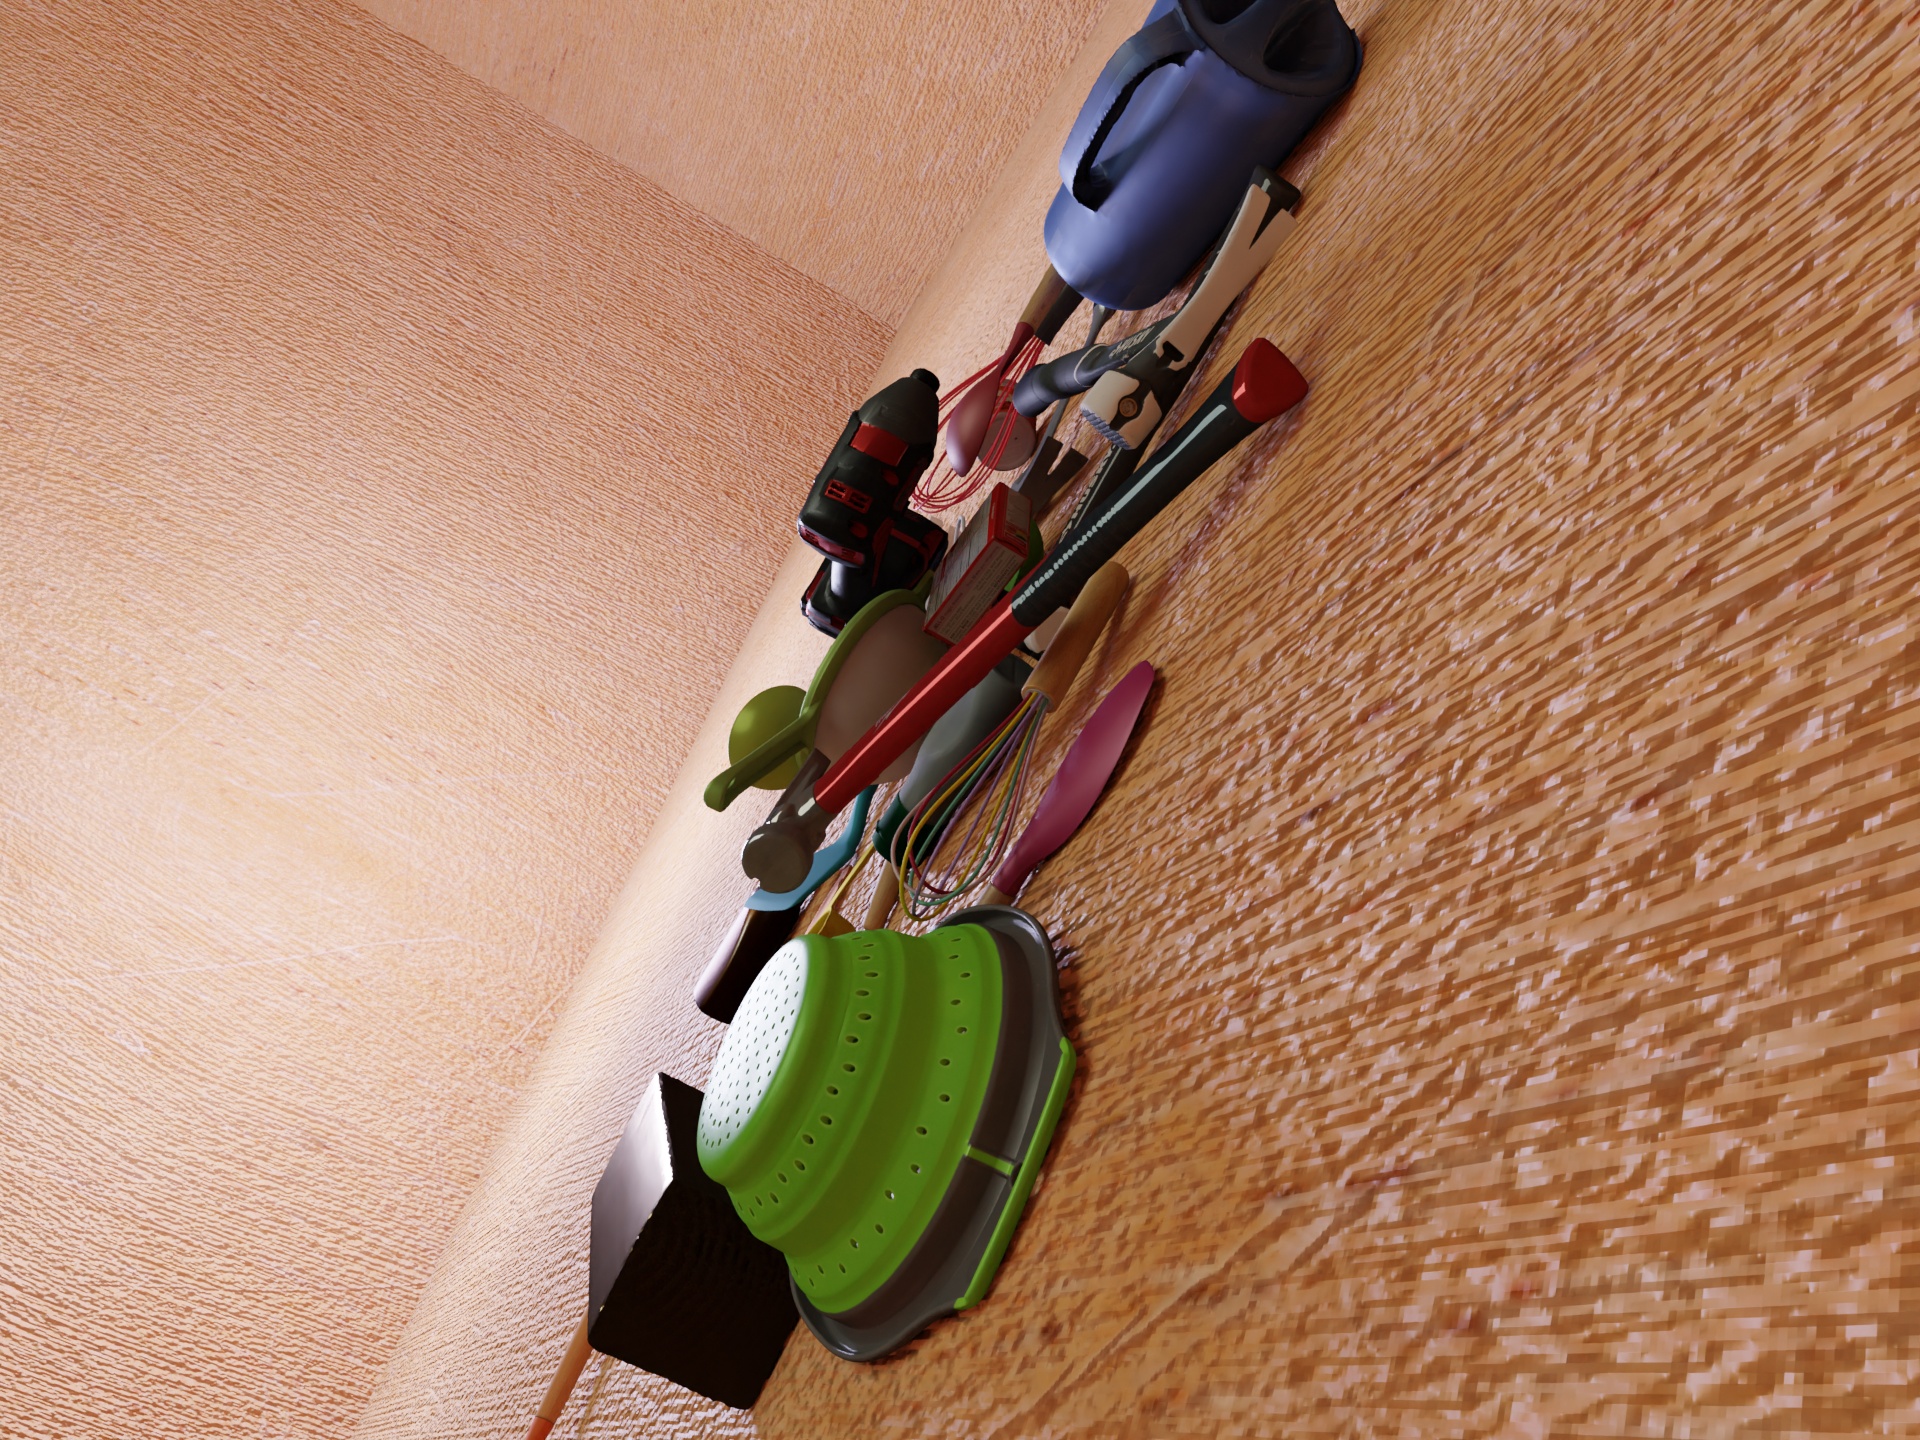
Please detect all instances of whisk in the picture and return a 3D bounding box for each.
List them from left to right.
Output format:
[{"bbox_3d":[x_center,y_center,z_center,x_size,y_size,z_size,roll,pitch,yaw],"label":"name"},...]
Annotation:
[{"bbox_3d":[0.031,0.003,0.822,0.051,0.047,0.245,-20,32,53],"label":"whisk"},{"bbox_3d":[0.048,-0.285,1.249,0.296,0.073,0.073,-52,14,12],"label":"whisk"}]

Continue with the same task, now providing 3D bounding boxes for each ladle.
[{"bbox_3d":[-0.117,0.016,1.246,0.078,0.062,0.320,-63,-4,1],"label":"ladle"},{"bbox_3d":[0.060,-0.307,1.171,0.315,0.031,0.069,-62,10,-24],"label":"ladle"}]

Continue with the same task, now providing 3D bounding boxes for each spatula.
[{"bbox_3d":[-0.274,0.475,1.122,0.081,0.041,0.323,-47,15,50],"label":"spatula"},{"bbox_3d":[-0.065,0.016,1.232,0.082,0.044,0.318,-8,52,58],"label":"spatula"}]

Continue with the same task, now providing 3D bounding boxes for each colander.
[{"bbox_3d":[-0.079,0.163,0.763,0.204,0.094,0.397,-66,18,-11],"label":"colander"}]

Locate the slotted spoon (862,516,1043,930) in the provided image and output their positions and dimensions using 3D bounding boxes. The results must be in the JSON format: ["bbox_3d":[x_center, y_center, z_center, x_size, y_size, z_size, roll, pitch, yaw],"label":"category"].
[{"bbox_3d":[-0.002,-0.003,1.059,0.070,0.031,0.314,127,166,-69],"label":"slotted spoon"}]

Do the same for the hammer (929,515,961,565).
[{"bbox_3d":[-0.057,-0.151,1.598,0.128,0.033,0.331,-61,12,7],"label":"hammer"}]

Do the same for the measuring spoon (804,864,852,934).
[{"bbox_3d":[-0.108,0.159,1.176,0.117,0.011,0.021,-60,12,-11],"label":"measuring spoon"}]

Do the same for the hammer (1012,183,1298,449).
[{"bbox_3d":[0.089,-0.224,0.973,0.149,0.036,0.409,-52,11,0],"label":"hammer"}]

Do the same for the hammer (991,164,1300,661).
[{"bbox_3d":[0.114,-0.190,0.979,0.335,0.035,0.146,-61,13,1],"label":"hammer"}]

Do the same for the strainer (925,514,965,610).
[{"bbox_3d":[-0.040,-0.041,1.215,0.258,0.050,0.087,-60,10,-17],"label":"strainer"}]

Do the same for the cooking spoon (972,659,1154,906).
[{"bbox_3d":[0.008,0.105,0.796,0.319,0.017,0.069,-58,10,13],"label":"cooking spoon"}]

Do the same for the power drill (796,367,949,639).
[{"bbox_3d":[-0.057,-0.145,1.115,0.219,0.078,0.143,100,-164,-71],"label":"power drill"}]

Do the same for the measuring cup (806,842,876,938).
[{"bbox_3d":[-0.070,0.123,1.084,0.062,0.029,0.157,-46,8,51],"label":"measuring cup"}]

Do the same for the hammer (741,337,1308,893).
[{"bbox_3d":[0.029,-0.058,0.854,0.386,0.038,0.143,-43,9,22],"label":"hammer"}]

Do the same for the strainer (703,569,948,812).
[{"bbox_3d":[-0.070,0.009,1.057,0.256,0.069,0.151,-38,-30,-52],"label":"strainer"}]

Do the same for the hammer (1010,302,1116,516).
[{"bbox_3d":[0.114,-0.321,1.270,0.406,0.035,0.144,-67,13,-24],"label":"hammer"}]
